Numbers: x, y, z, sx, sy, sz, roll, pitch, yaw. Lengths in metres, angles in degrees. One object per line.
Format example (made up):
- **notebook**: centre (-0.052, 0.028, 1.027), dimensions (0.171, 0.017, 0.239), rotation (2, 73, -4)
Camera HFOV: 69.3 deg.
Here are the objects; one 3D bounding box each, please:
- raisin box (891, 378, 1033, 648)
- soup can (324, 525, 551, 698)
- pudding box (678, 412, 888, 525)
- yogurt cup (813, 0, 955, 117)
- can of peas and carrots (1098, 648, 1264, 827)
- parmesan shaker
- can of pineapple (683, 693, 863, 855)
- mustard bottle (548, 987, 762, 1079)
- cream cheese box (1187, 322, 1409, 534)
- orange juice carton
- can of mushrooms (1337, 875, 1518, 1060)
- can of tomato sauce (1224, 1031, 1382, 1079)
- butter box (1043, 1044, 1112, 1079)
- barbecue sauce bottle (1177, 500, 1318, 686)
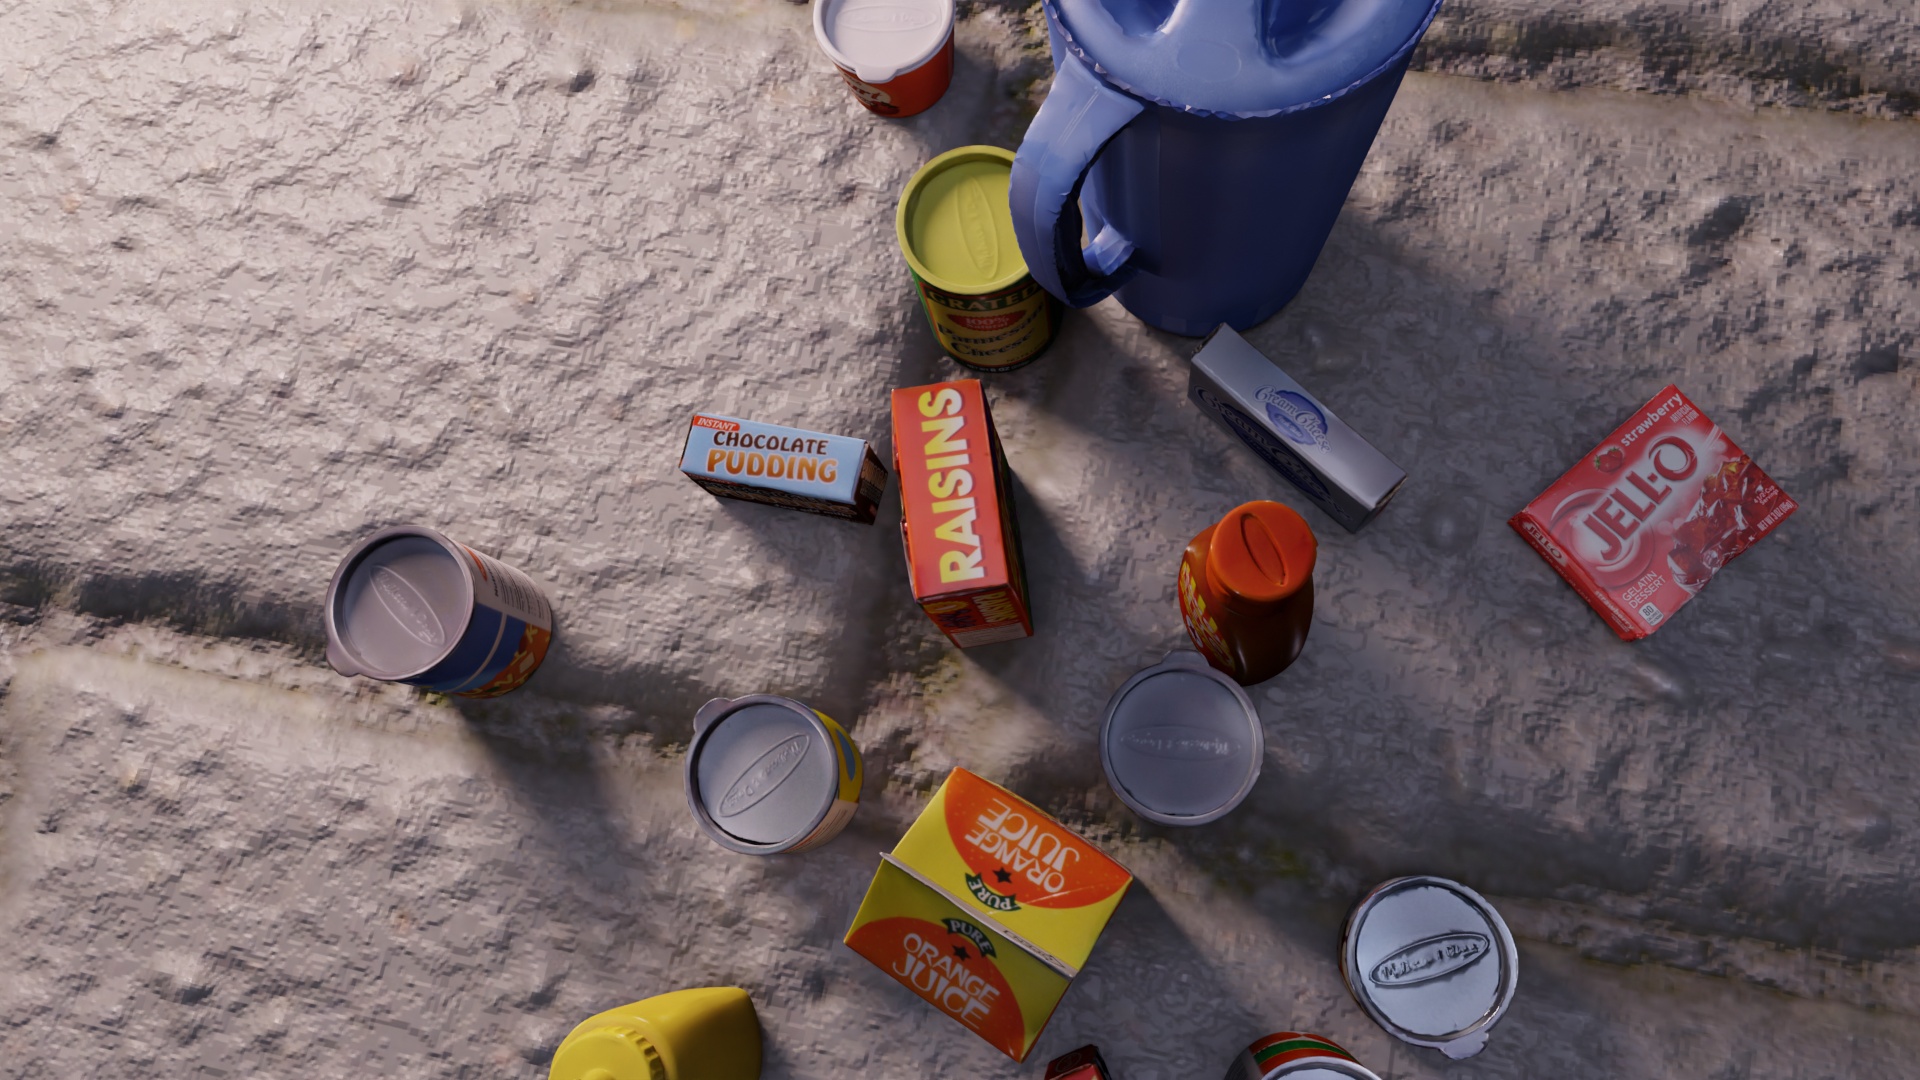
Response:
- **raisin box**: centre (0.002, -0.007, 0.582), dimensions (0.040, 0.123, 0.086), rotation (-8, 76, 5)
- **soup can**: centre (-0.232, 0.036, 0.619), dimensions (0.071, 0.083, 0.071), rotation (-1, 77, 6)
- **pudding box**: centre (-0.080, -0.033, 0.635), dimensions (0.084, 0.049, 0.030), rotation (11, 79, 9)
- **yogurt cup**: centre (-0.033, -0.244, 0.678), dimensions (0.072, 0.054, 0.072), rotation (-1, 77, 6)
- **can of peas and carrots**: centre (0.091, 0.084, 0.583), dimensions (0.071, 0.058, 0.071), rotation (-1, 77, 6)
- **parmesan shaker**: centre (0.015, -0.121, 0.618), dimensions (0.071, 0.103, 0.071), rotation (-1, 77, 6)
- **can of pineapple**: centre (-0.080, 0.100, 0.600), dimensions (0.071, 0.057, 0.071), rotation (-1, 77, 6)
- **mustard bottle**: centre (-0.121, 0.201, 0.528), dimensions (0.065, 0.160, 0.049), rotation (-13, 76, 4)
- **cream cheese box**: centre (0.145, -0.048, 0.611), dimensions (0.104, 0.053, 0.024), rotation (43, 85, 14)
- **orange juice carton**: centre (0.015, 0.134, 0.511), dimensions (0.072, 0.192, 0.073), rotation (31, 83, 12)
- **can of mushrooms**: centre (0.189, 0.172, 0.564), dimensions (0.071, 0.033, 0.071), rotation (-1, 77, 6)
- **can of tomato sauce**: centre (0.136, 0.227, 0.532), dimensions (0.071, 0.083, 0.071), rotation (-1, 77, 6)
- **butter box**: centre (0.064, 0.256, 0.549), dimensions (0.024, 0.053, 0.103), rotation (-24, 75, 1)
- **barbecue sauce bottle**: centre (0.114, 0.019, 0.550), dimensions (0.044, 0.148, 0.065), rotation (-25, 76, 1)
